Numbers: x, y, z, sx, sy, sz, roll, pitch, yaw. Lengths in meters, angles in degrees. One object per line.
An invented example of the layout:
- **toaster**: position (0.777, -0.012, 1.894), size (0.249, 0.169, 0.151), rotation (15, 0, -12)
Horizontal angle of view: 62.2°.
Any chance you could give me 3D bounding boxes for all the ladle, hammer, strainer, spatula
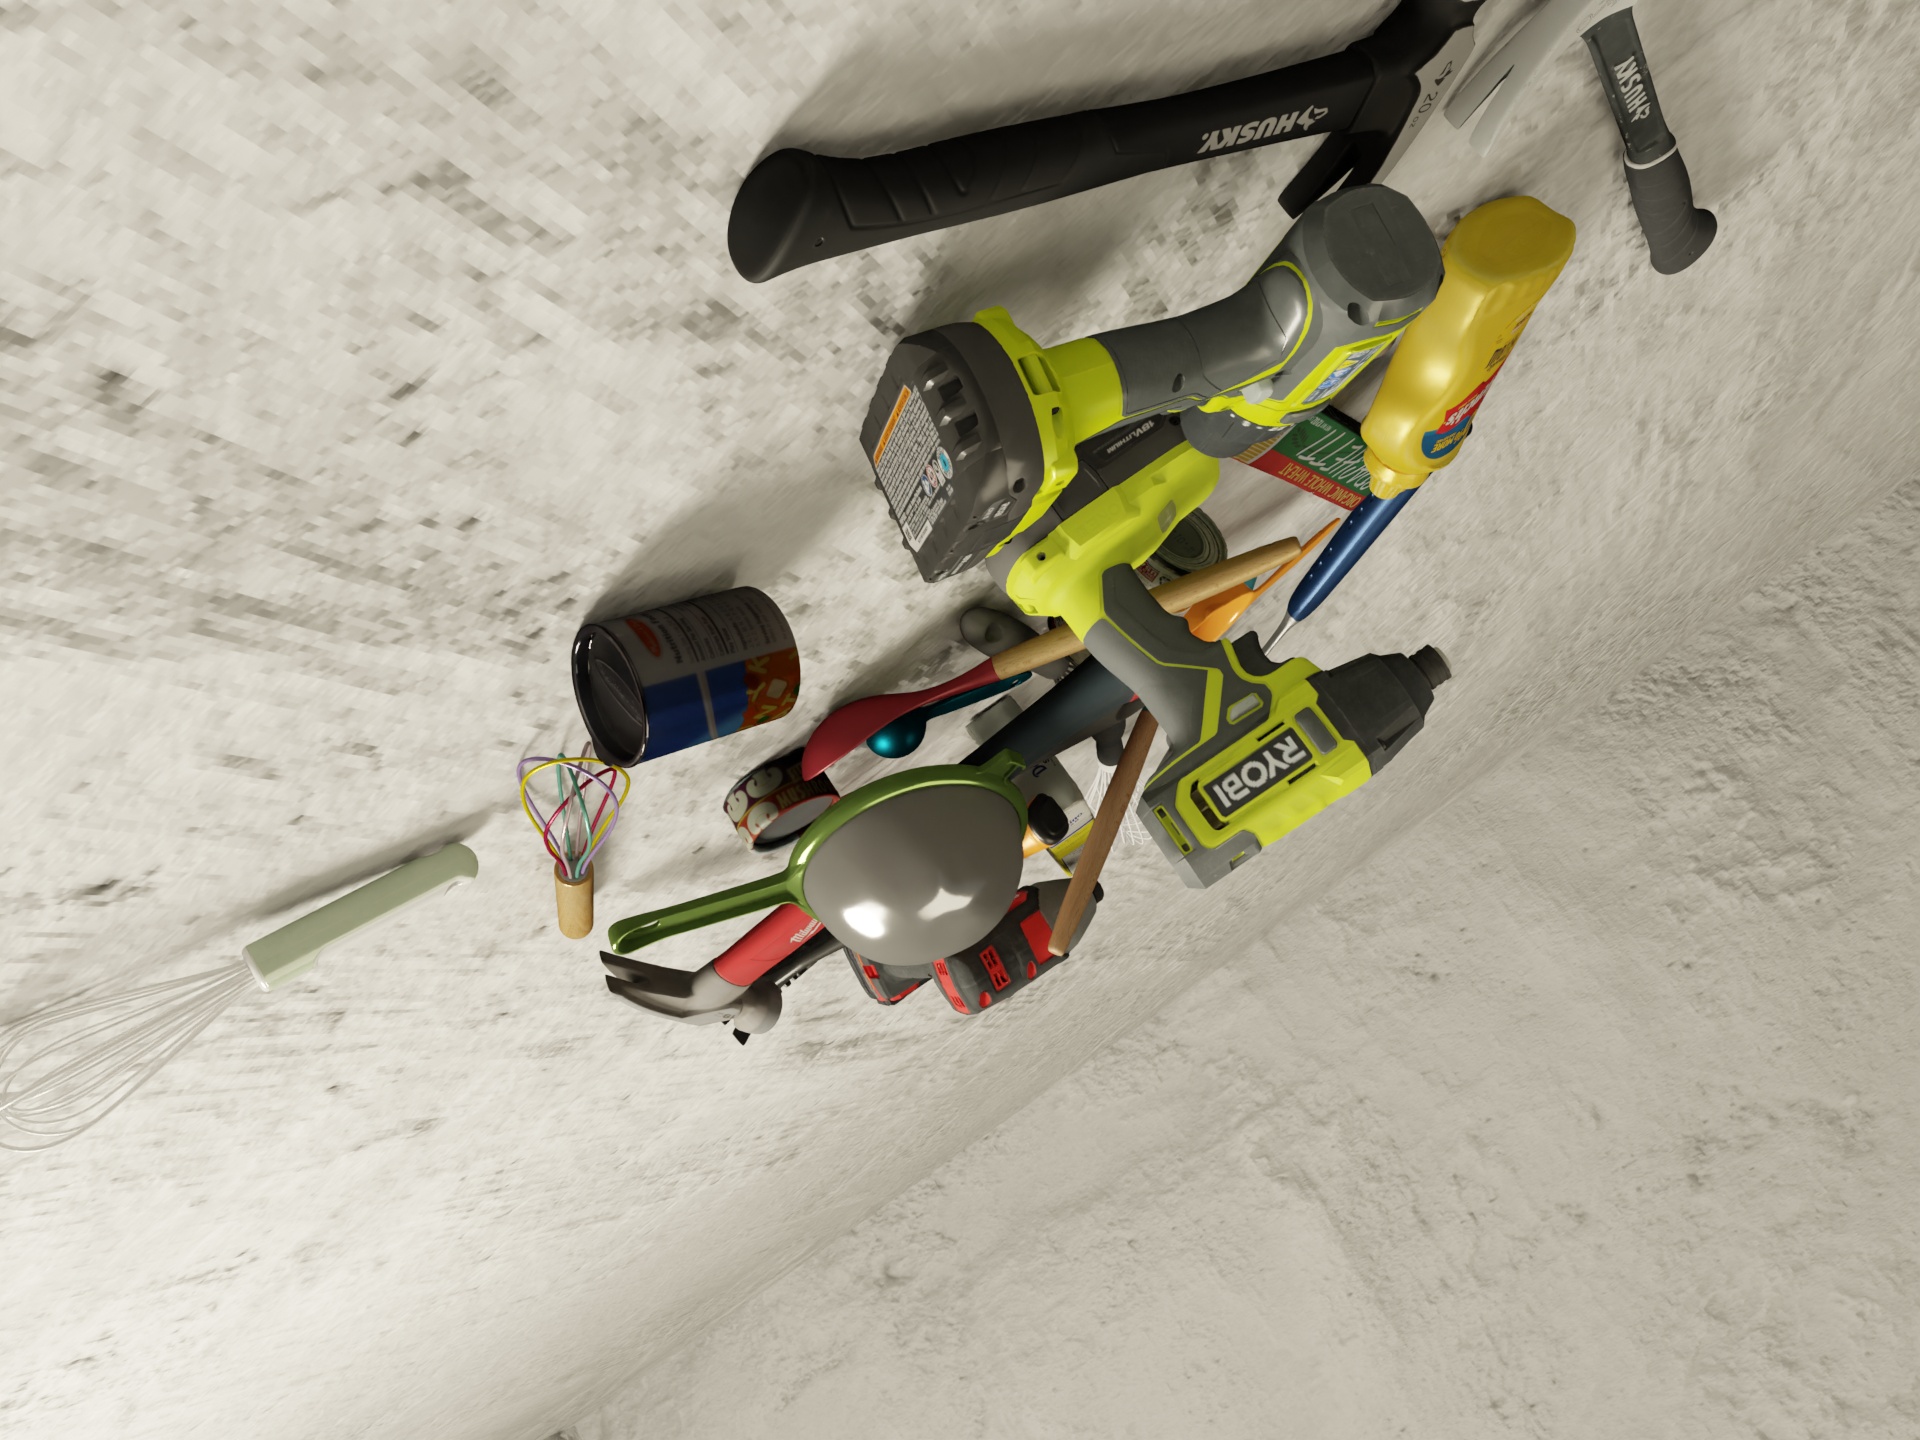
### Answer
- **ladle**: position (0.045, -0.038, 0.908), size (0.315, 0.031, 0.069), rotation (-22, -168, 12)
- **hammer**: position (0.245, -0.071, 1.185), size (0.405, 0.035, 0.144), rotation (-58, 180, 42)
- **strainer**: position (-0.071, 0.110, 0.918), size (0.256, 0.069, 0.151), rotation (-15, 143, -14)
- **spatula**: position (0.135, 0.022, 1.120), size (0.082, 0.044, 0.318), rotation (76, 36, -70)
- **hammer**: position (0.063, -0.218, 0.609), size (0.335, 0.035, 0.146), rotation (-23, 157, -27)
- **hammer**: position (0.372, -0.314, 0.870), size (0.149, 0.036, 0.408), rotation (-40, 160, 22)
- **hammer**: position (-0.048, 0.070, 0.971), size (0.386, 0.038, 0.143), rotation (-39, 142, 20)
- **hammer**: position (-0.047, 0.133, 1.111), size (0.337, 0.034, 0.127), rotation (-34, -173, 43)

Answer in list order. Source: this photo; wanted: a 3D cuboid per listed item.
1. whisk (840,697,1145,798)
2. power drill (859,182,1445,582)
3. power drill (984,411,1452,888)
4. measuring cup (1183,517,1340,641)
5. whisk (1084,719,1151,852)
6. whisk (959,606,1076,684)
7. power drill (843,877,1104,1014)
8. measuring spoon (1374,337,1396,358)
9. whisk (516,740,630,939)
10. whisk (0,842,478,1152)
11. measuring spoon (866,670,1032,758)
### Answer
- **whisk**: position (0.009, 0.040, 1.043), size (0.296, 0.073, 0.073), rotation (-31, 162, 17)
- **power drill**: position (0.077, -0.141, 0.703), size (0.228, 0.080, 0.190), rotation (-22, 173, -17)
- **power drill**: position (0.129, -0.048, 0.829), size (0.171, 0.223, 0.080), rotation (-35, 161, 3)
- **measuring cup**: position (0.174, -0.098, 1.052), size (0.173, 0.052, 0.095), rotation (-39, 167, -13)
- **whisk**: position (0.124, 0.042, 1.302), size (0.070, 0.070, 0.284), rotation (-32, 155, -5)
- **whisk**: position (0.061, -0.040, 1.018), size (0.055, 0.055, 0.238), rotation (-40, 155, 17)
- **power drill**: position (0.009, 0.162, 1.214), size (0.143, 0.078, 0.220), rotation (-30, -171, -27)
- **measuring spoon**: position (0.207, -0.190, 0.870), size (0.124, 0.018, 0.034), rotation (-43, 148, -30)
- **whisk**: position (-0.207, 0.074, 0.865), size (0.047, 0.051, 0.244), rotation (-31, 164, -24)
- **whisk**: position (-0.344, 0.124, 0.760), size (0.246, 0.059, 0.057), rotation (-29, 173, -26)
- **measuring spoon**: position (-0.002, -0.003, 1.033), size (0.128, 0.021, 0.042), rotation (-22, 158, -26)
